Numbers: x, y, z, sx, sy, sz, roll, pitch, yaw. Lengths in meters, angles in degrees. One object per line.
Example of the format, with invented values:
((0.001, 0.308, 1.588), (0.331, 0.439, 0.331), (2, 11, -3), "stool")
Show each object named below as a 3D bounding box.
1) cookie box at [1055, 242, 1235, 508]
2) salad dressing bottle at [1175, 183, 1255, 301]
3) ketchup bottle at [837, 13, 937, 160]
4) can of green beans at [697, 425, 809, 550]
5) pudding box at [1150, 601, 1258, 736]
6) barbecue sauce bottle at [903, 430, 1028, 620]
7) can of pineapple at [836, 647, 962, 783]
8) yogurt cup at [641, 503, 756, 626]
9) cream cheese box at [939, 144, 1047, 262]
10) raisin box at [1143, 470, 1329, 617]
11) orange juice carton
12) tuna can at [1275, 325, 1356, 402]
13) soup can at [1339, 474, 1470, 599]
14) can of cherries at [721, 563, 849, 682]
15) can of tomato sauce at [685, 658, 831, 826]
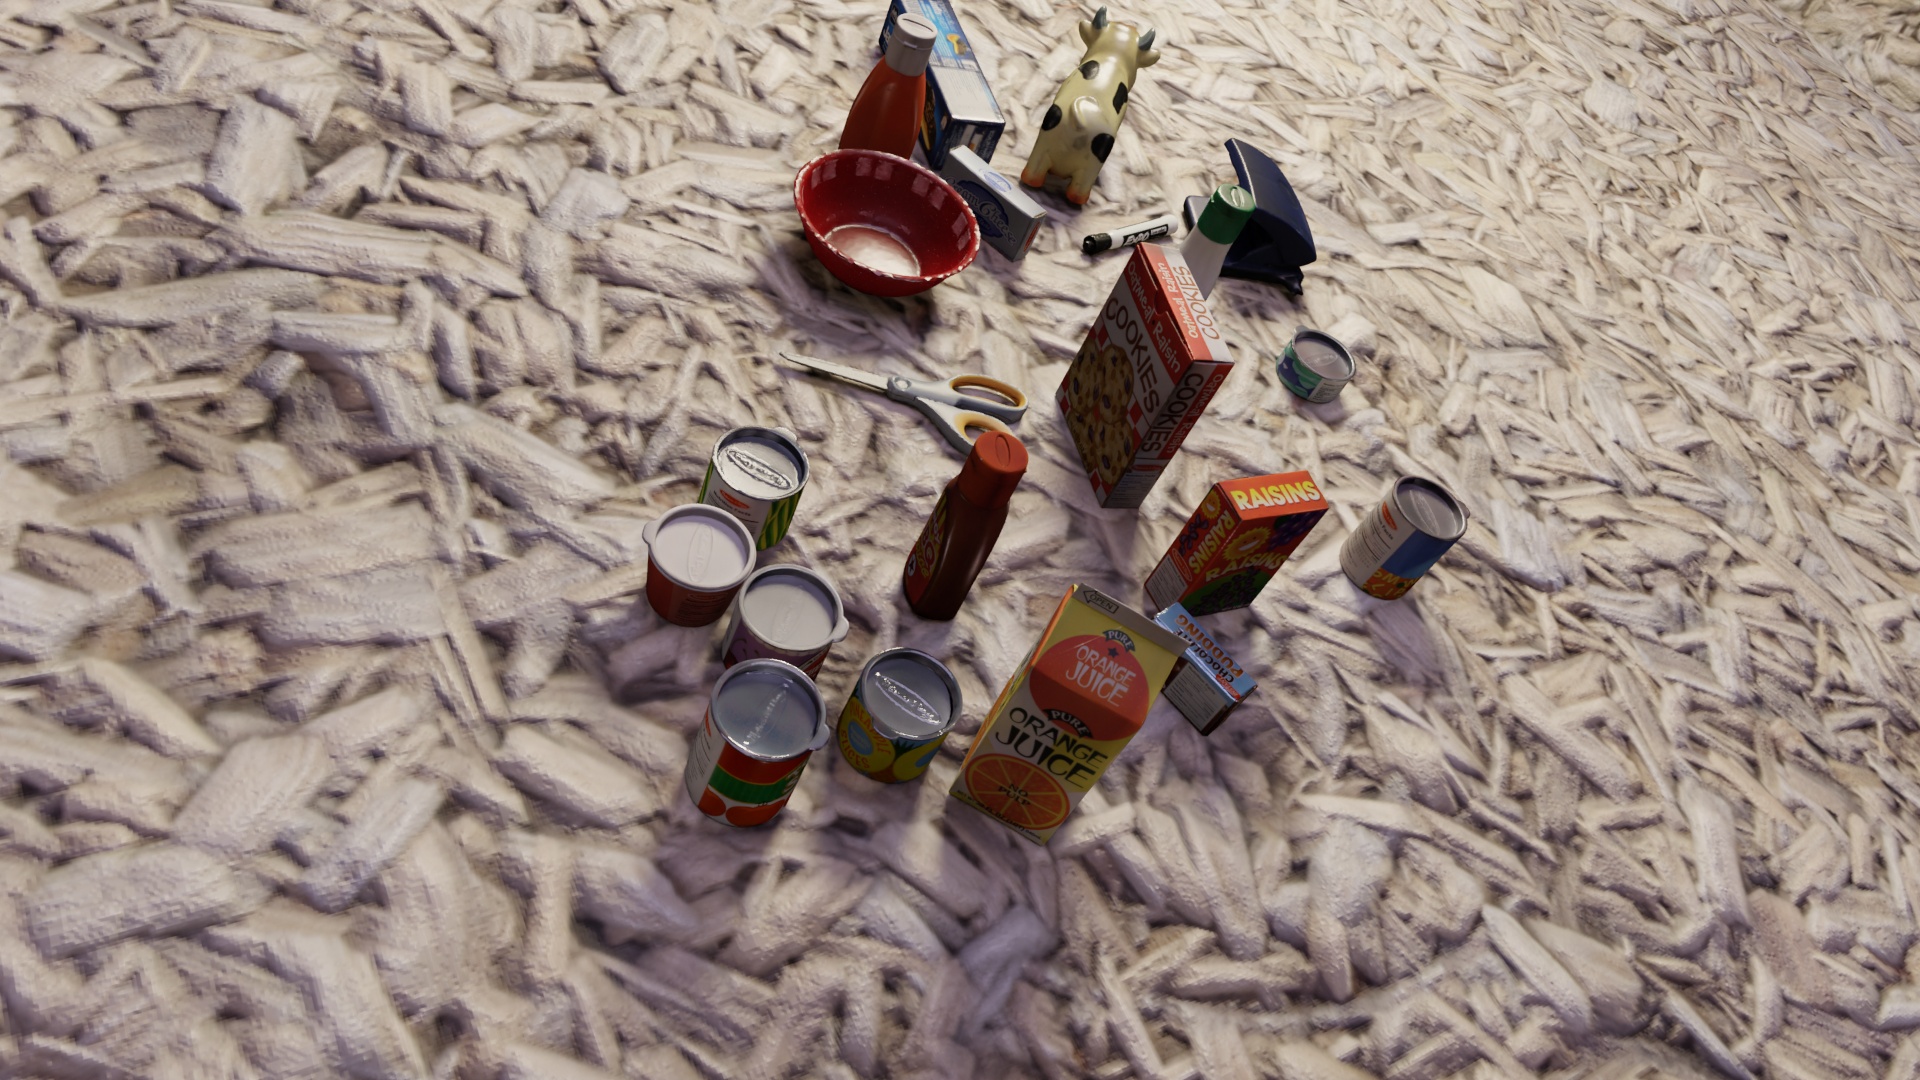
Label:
((0.136, -0.124, 1.067), (0.040, 0.166, 0.123), (0, 53, -24), "cookie box")
((0.207, -0.243, 1.213), (0.044, 0.146, 0.064), (14, 48, -13), "salad dressing bottle")
((-0.060, -0.385, 1.212), (0.065, 0.148, 0.044), (20, 47, -8), "ketchup bottle")
((-0.141, -0.035, 0.943), (0.071, 0.057, 0.071), (13, 48, -14), "can of green beans")
((0.162, 0.090, 0.979), (0.030, 0.049, 0.084), (-29, 68, -39), "pudding box")
((0.003, -0.012, 0.926), (0.044, 0.147, 0.065), (10, 49, -17), "barbecue sauce bottle")
((-0.040, 0.110, 0.866), (0.071, 0.057, 0.071), (13, 48, -14), "can of pineapple")
((-0.169, 0.019, 0.888), (0.072, 0.053, 0.073), (13, 48, -14), "yogurt cup")
((0.025, -0.302, 1.245), (0.104, 0.053, 0.024), (42, 48, 13), "cream cheese box")
((0.201, 0.004, 1.019), (0.086, 0.122, 0.040), (-7, 56, -29), "raisin box")
((0.066, 0.097, 0.832), (0.072, 0.191, 0.073), (30, 46, 1), "orange juice carton")
((0.324, -0.162, 1.276), (0.071, 0.032, 0.071), (13, 48, -14), "tuna can")
((0.358, -0.001, 1.121), (0.071, 0.083, 0.072), (13, 48, -14), "soup can")
((-0.111, 0.059, 0.877), (0.071, 0.058, 0.072), (13, 48, -14), "can of cherries")
((-0.118, 0.119, 0.806), (0.071, 0.082, 0.071), (13, 48, -14), "can of tomato sauce")
